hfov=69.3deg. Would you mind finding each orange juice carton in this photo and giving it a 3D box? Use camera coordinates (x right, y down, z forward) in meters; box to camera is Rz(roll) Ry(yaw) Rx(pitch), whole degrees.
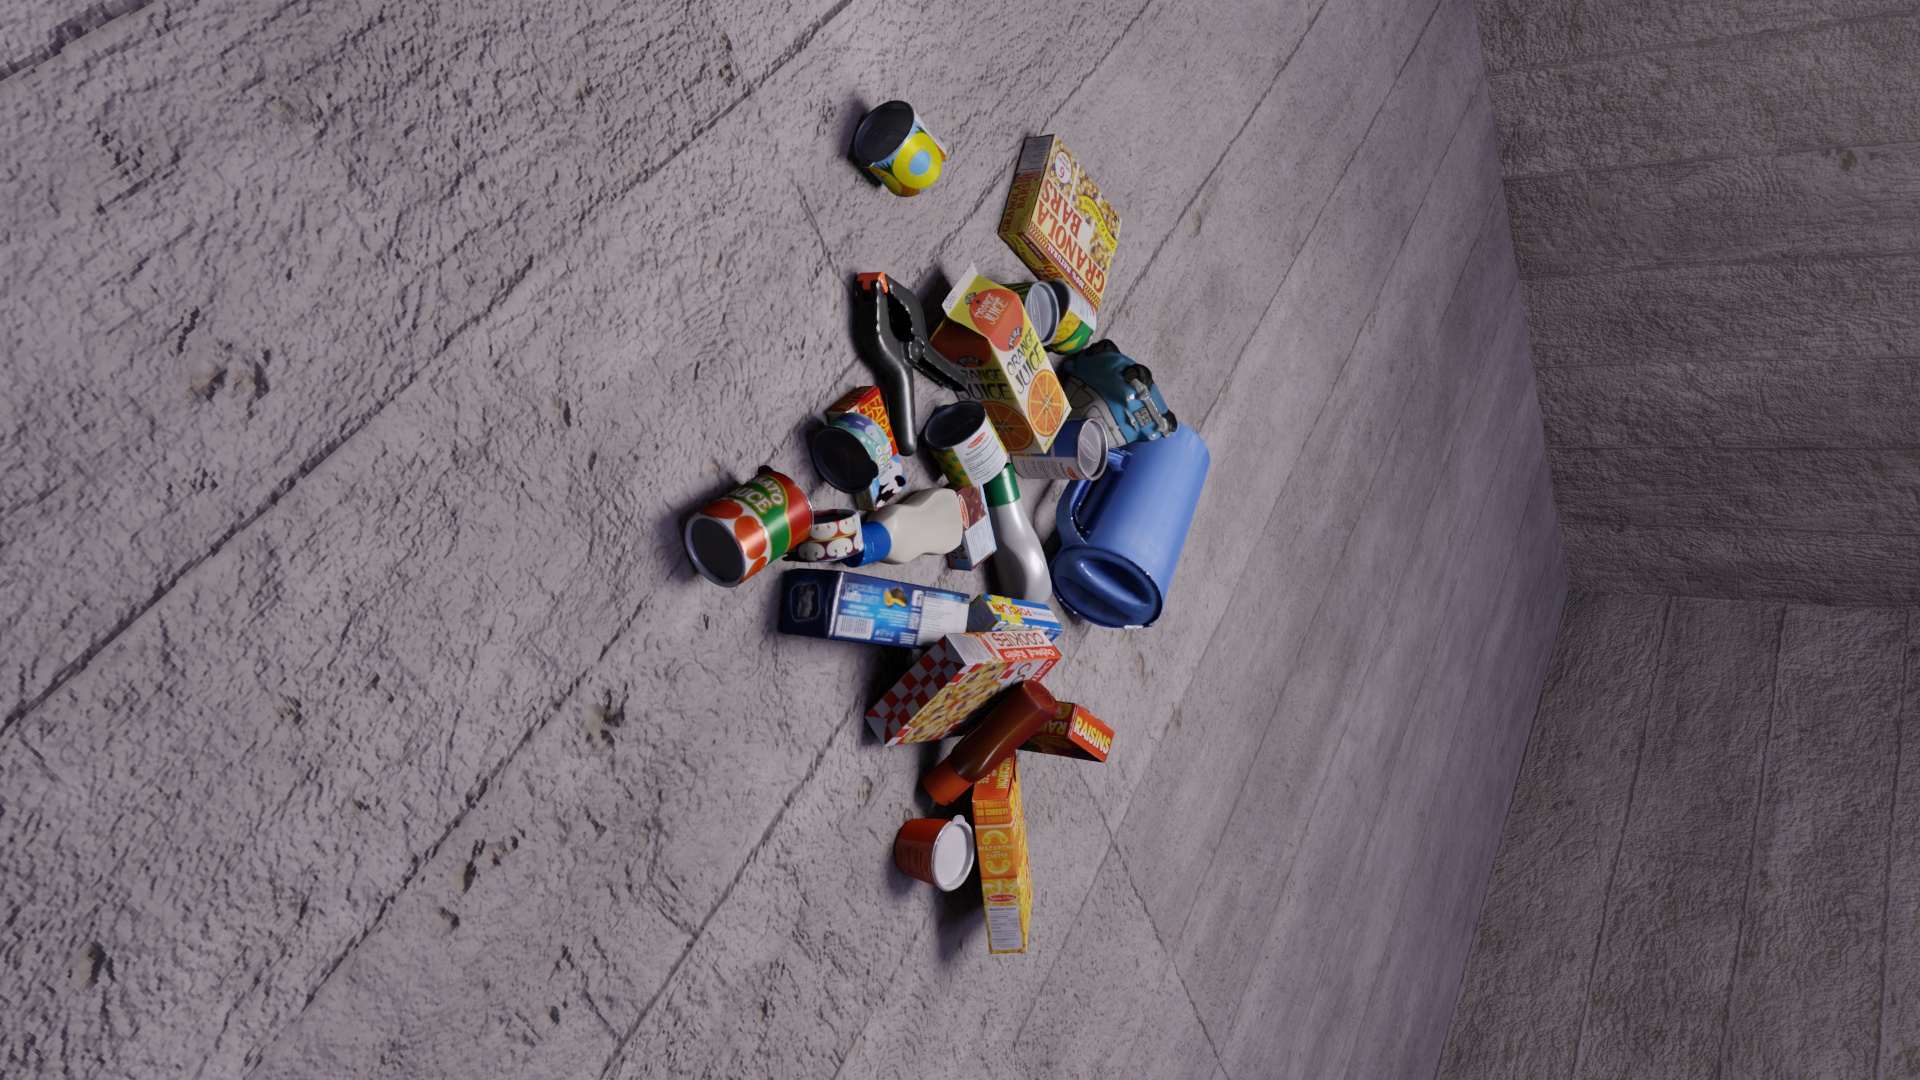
[{"bbox_3d":[0.034,-0.179,1.381,0.072,0.073,0.192,-59,136,-34],"label":"orange juice carton"}]

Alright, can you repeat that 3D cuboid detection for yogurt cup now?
[{"bbox_3d":[-0.026,0.300,1.342,0.072,0.054,0.072,-6,97,-54],"label":"yogurt cup"}]

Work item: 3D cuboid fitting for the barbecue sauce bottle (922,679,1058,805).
[{"bbox_3d":[0.027,0.198,1.348,0.148,0.044,0.065,-44,161,14],"label":"barbecue sauce bottle"}]

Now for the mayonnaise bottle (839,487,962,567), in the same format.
[{"bbox_3d":[-0.056,-0.008,1.294,0.148,0.041,0.064,-19,106,-52],"label":"mayonnaise bottle"}]

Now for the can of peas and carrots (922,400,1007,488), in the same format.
[{"bbox_3d":[0.004,-0.094,1.353,0.071,0.071,0.058,-60,137,-33],"label":"can of peas and carrots"}]

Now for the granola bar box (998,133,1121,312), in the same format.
[{"bbox_3d":[0.112,-0.341,1.510,0.165,0.039,0.124,36,63,-49],"label":"granola bar box"}]

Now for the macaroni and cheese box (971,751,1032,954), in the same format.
[{"bbox_3d":[0.044,0.313,1.411,0.124,0.040,0.166,-67,152,-75],"label":"macaroni and cheese box"}]

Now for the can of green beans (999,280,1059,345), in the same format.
[{"bbox_3d":[0.060,-0.232,1.427,0.071,0.058,0.071,-6,97,-55],"label":"can of green beans"}]

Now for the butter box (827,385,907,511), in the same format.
[{"bbox_3d":[-0.084,-0.083,1.262,0.053,0.024,0.103,-43,125,-44],"label":"butter box"}]

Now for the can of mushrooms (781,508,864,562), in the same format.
[{"bbox_3d":[-0.119,-0.004,1.183,0.071,0.071,0.033,-23,112,-52],"label":"can of mushrooms"}]

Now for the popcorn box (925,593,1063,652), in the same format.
[{"bbox_3d":[0.036,0.099,1.391,0.127,0.085,0.038,13,38,-54],"label":"popcorn box"}]

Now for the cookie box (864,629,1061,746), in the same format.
[{"bbox_3d":[0.006,0.140,1.327,0.168,0.122,0.040,4,45,-55],"label":"cookie box"}]

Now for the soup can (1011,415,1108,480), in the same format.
[{"bbox_3d":[0.106,-0.100,1.479,0.071,0.084,0.071,-6,97,-55],"label":"soup can"}]

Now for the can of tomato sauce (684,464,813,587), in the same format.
[{"bbox_3d":[-0.169,-0.011,1.109,0.083,0.071,0.071,-39,123,-46],"label":"can of tomato sauce"}]

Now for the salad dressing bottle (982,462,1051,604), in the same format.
[{"bbox_3d":[0.054,-0.006,1.434,0.044,0.064,0.147,-21,103,-29],"label":"salad dressing bottle"}]

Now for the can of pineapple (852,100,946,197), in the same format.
[{"bbox_3d":[-0.056,-0.350,1.251,0.057,0.071,0.071,37,63,-50],"label":"can of pineapple"}]

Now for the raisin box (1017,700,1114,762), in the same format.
[{"bbox_3d":[0.083,0.192,1.430,0.086,0.123,0.040,40,61,-48],"label":"raisin box"}]

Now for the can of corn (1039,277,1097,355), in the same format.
[{"bbox_3d":[0.102,-0.237,1.482,0.058,0.071,0.071,28,69,-51],"label":"can of corn"}]

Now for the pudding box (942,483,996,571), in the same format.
[{"bbox_3d":[0.005,-0.017,1.387,0.050,0.030,0.083,-38,122,-46],"label":"pudding box"}]

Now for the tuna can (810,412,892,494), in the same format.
[{"bbox_3d":[-0.093,-0.076,1.210,0.033,0.071,0.070,-44,127,-45],"label":"tuna can"}]
